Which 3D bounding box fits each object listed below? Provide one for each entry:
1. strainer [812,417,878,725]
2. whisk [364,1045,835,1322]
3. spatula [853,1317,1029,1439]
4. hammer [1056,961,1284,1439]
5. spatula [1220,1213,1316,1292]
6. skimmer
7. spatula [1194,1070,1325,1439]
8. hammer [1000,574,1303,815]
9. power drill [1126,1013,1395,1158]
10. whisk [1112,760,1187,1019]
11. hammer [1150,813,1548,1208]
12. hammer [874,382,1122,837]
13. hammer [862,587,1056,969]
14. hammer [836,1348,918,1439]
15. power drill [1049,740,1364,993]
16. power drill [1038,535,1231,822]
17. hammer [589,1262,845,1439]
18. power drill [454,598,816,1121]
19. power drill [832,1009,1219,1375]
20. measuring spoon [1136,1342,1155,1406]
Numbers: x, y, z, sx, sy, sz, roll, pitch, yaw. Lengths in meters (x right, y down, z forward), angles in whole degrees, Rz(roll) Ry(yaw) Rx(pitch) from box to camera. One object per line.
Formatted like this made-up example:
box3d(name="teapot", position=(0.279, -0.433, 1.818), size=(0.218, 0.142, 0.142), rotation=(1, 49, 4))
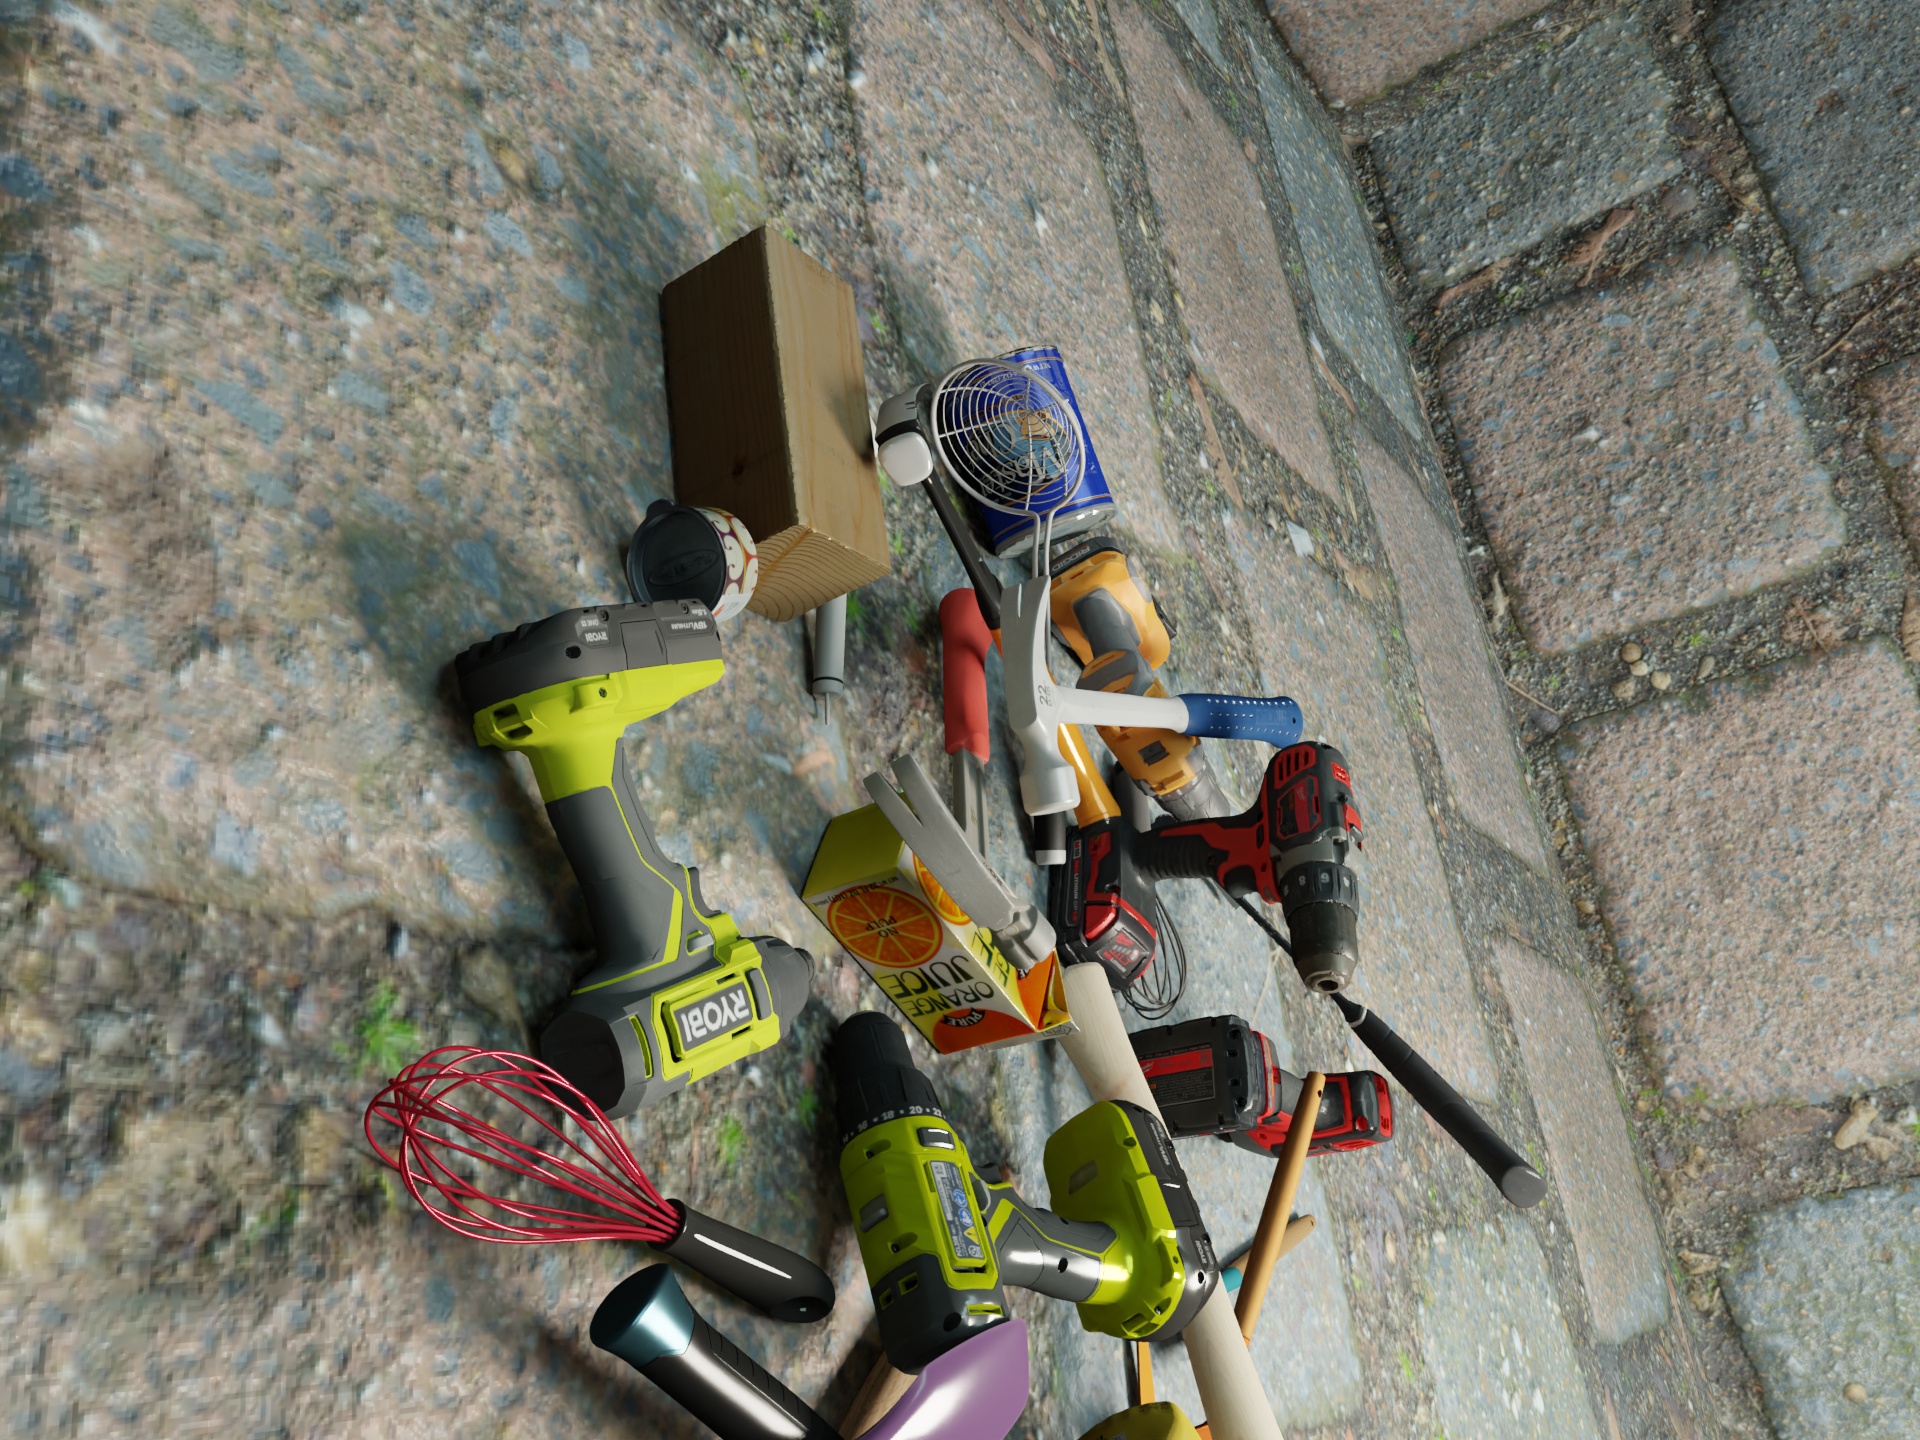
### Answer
box3d(name="strainer", position=(-0.079, -0.119, 1.023), size=(0.087, 0.050, 0.259), rotation=(118, -26, -69))
box3d(name="whisk", position=(-0.142, 0.214, 0.695), size=(0.295, 0.073, 0.073), rotation=(47, 35, -43))
box3d(name="spatula", position=(-0.061, 0.320, 0.661), size=(0.315, 0.018, 0.060), rotation=(1, 86, -53))
box3d(name="hammer", position=(0.153, 0.341, 1.014), size=(0.038, 0.146, 0.411), rotation=(99, -24, -57))
box3d(name="spatula", position=(0.227, 0.416, 1.209), size=(0.317, 0.044, 0.082), rotation=(4, 64, -60))
box3d(name="skimmer", position=(0.040, -0.077, 1.156), size=(0.090, 0.127, 0.363), rotation=(4, 82, -49))
box3d(name="spatula", position=(0.181, 0.377, 1.041), size=(0.081, 0.041, 0.323), rotation=(45, 57, -33))
box3d(name="hammer", position=(0.146, -0.011, 1.108), size=(0.405, 0.035, 0.144), rotation=(3, 75, -56))
box3d(name="power drill", position=(0.213, 0.284, 1.184), size=(0.219, 0.143, 0.079), rotation=(26, 55, -43))
box3d(name="whisk", position=(0.142, 0.126, 1.259), size=(0.055, 0.055, 0.239), rotation=(41, 34, -41))
box3d(name="hammer", position=(0.303, 0.225, 1.259), size=(0.149, 0.036, 0.409), rotation=(35, 9, -48))
box3d(name="hammer", position=(0.030, -0.062, 1.059), size=(0.127, 0.034, 0.336), rotation=(-91, 156, -62))
box3d(name="hammer", position=(-0.002, -0.003, 0.997), size=(0.149, 0.036, 0.359), rotation=(53, 16, -25))
box3d(name="hammer", position=(-0.054, 0.361, 0.772), size=(0.130, 0.031, 0.331), rotation=(64, 28, -10))
box3d(name="power drill", position=(0.178, 0.125, 1.123), size=(0.080, 0.226, 0.188), rotation=(44, 37, -37))
box3d(name="power drill", position=(0.143, -0.022, 1.261), size=(0.185, 0.084, 0.226), rotation=(51, 17, -34))
box3d(name="hammer", position=(-0.051, 0.347, 0.719), size=(0.330, 0.033, 0.128), rotation=(53, 31, -29))
box3d(name="power drill", position=(-0.148, 0.060, 0.769), size=(0.171, 0.080, 0.223), rotation=(-14, 87, -61))
box3d(name="power drill", position=(0.028, 0.261, 0.891), size=(0.228, 0.080, 0.191), rotation=(20, 38, -40))
box3d(name="measuring spoon", position=(0.118, 0.441, 1.043), size=(0.021, 0.011, 0.117), rotation=(29, 51, -49))
